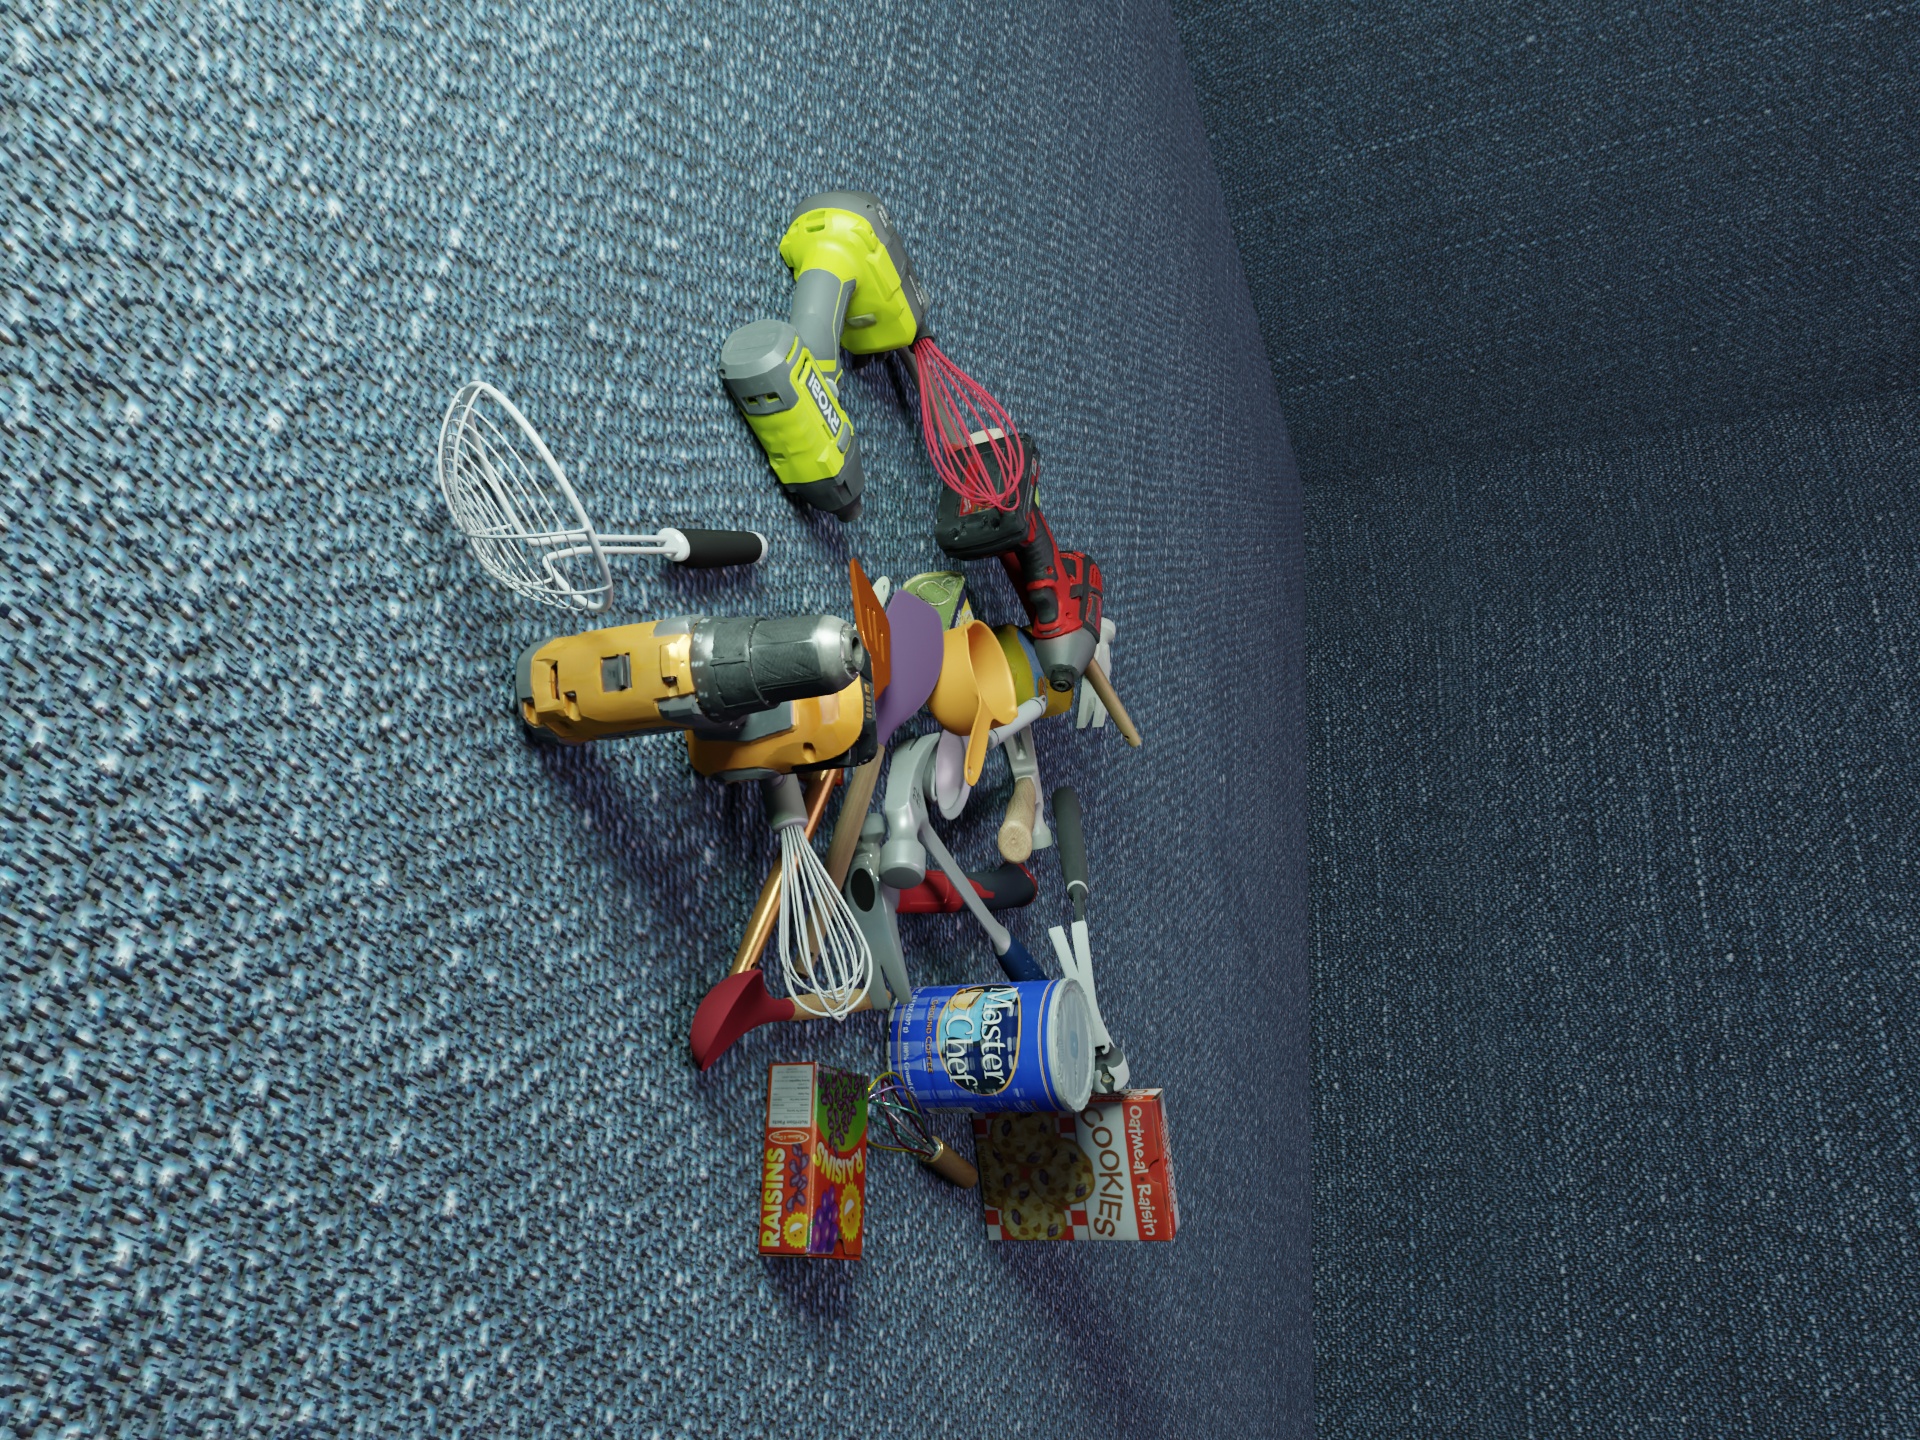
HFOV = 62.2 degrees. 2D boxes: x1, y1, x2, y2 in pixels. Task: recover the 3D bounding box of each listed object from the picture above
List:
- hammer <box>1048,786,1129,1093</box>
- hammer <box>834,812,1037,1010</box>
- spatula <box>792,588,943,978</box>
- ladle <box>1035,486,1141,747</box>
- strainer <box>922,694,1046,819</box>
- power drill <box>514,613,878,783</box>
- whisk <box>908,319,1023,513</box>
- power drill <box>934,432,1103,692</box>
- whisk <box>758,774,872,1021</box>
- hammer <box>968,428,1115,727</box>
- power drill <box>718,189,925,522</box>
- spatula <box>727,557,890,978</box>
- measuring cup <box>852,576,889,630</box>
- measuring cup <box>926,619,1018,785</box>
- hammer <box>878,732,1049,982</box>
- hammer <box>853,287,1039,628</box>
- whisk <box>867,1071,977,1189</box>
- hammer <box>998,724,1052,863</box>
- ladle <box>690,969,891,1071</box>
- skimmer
[{"bbox_3d":[0.107,0.163,1.473,0.409,0.036,0.149,-89,164,-66],"label":"hammer"},{"bbox_3d":[-0.003,0.159,1.339,0.386,0.038,0.143,17,59,-69],"label":"hammer"},{"bbox_3d":[-0.068,0.042,1.162,0.059,0.018,0.316,31,59,-24],"label":"spatula"},{"bbox_3d":[0.107,-0.109,1.594,0.062,0.078,0.320,-47,114,-36],"label":"ladle"},{"bbox_3d":[0.018,0.021,1.404,0.258,0.050,0.086,-32,123,-56],"label":"strainer"},{"bbox_3d":[-0.116,-0.017,0.908,0.226,0.185,0.084,19,65,-71],"label":"power drill"},{"bbox_3d":[-0.024,-0.293,1.301,0.296,0.073,0.073,64,15,18],"label":"whisk"},{"bbox_3d":[0.063,-0.132,1.394,0.219,0.078,0.143,53,36,-45],"label":"power drill"},{"bbox_3d":[-0.109,0.075,1.027,0.059,0.058,0.246,42,29,-67],"label":"whisk"},{"bbox_3d":[0.091,-0.155,1.716,0.410,0.038,0.146,57,34,-49],"label":"hammer"},{"bbox_3d":[-0.097,-0.273,1.194,0.171,0.080,0.223,60,35,-46],"label":"power drill"},{"bbox_3d":[-0.100,0.035,1.094,0.080,0.041,0.323,62,42,-51],"label":"spatula"},{"bbox_3d":[-0.067,-0.064,1.254,0.168,0.038,0.083,-70,147,-46],"label":"measuring cup"},{"bbox_3d":[-0.002,-0.004,1.239,0.095,0.052,0.174,58,27,-32],"label":"measuring cup"},{"bbox_3d":[0.031,0.172,1.314,0.405,0.035,0.144,58,26,-44],"label":"hammer"},{"bbox_3d":[0.013,-0.212,1.449,0.358,0.037,0.149,61,29,-29],"label":"hammer"},{"bbox_3d":[-0.028,0.325,1.239,0.244,0.051,0.047,57,27,-56],"label":"whisk"},{"bbox_3d":[0.056,0.079,1.444,0.331,0.031,0.130,-53,133,-83],"label":"hammer"},{"bbox_3d":[-0.107,0.195,1.081,0.069,0.031,0.315,-61,161,3],"label":"ladle"},{"bbox_3d":[-0.173,-0.119,0.912,0.127,0.090,0.363,52,17,7],"label":"skimmer"}]
